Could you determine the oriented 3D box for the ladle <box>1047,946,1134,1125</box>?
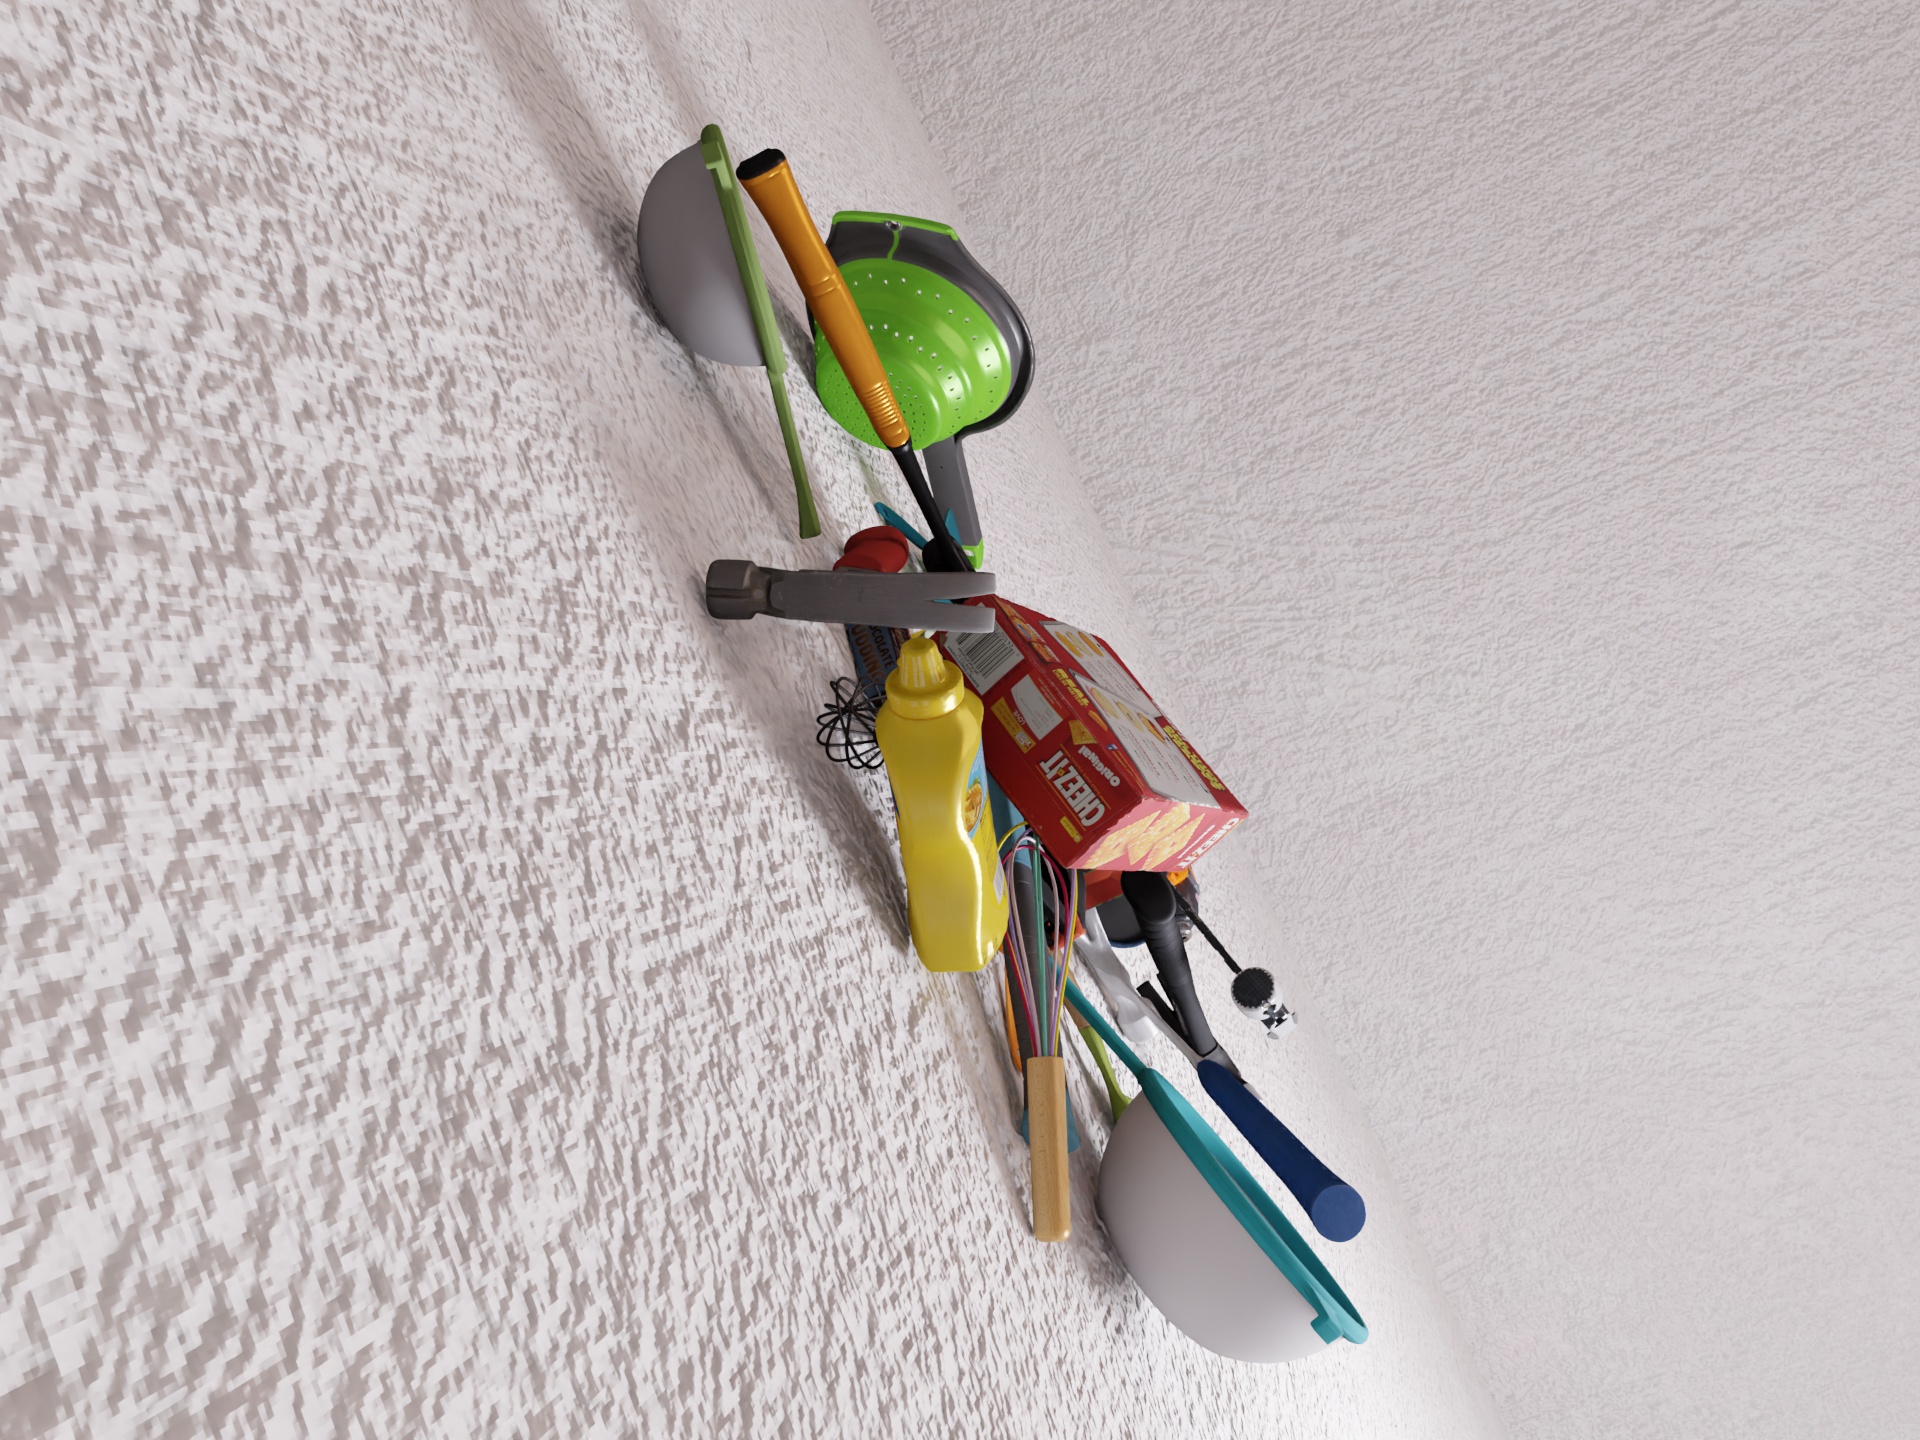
[{"bbox_3d":[0.090,0.191,1.153,0.320,0.062,0.078,62,-1,-3],"label":"ladle"}]

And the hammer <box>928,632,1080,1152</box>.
[{"bbox_3d":[0.035,0.108,1.018,0.128,0.033,0.331,34,42,-52],"label":"hammer"}]

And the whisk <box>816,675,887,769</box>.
[{"bbox_3d":[-0.040,0.010,0.976,0.239,0.055,0.055,29,38,-77],"label":"whisk"}]

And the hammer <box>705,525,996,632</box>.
[{"bbox_3d":[-0.050,-0.093,0.981,0.359,0.149,0.036,-77,169,-80],"label":"hammer"}]

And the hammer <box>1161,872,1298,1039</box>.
[{"bbox_3d":[0.151,0.107,1.343,0.409,0.036,0.149,53,2,35],"label":"hammer"}]

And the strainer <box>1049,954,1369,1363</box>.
[{"bbox_3d":[0.117,0.289,1.043,0.341,0.095,0.210,48,0,25],"label":"strainer"}]

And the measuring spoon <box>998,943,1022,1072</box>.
[{"bbox_3d":[0.034,0.184,1.038,0.021,0.011,0.117,32,32,-28],"label":"measuring spoon"}]

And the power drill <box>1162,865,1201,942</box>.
[{"bbox_3d":[0.192,0.121,1.660,0.164,0.084,0.226,-101,166,-45],"label":"power drill"}]

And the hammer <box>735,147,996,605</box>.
[{"bbox_3d":[-0.054,-0.208,1.034,0.336,0.034,0.127,62,-5,-32],"label":"hammer"}]

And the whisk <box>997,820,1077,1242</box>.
[{"bbox_3d":[0.045,0.176,0.930,0.051,0.047,0.245,121,-30,-66],"label":"whisk"}]

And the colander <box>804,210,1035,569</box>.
[{"bbox_3d":[-0.037,-0.237,1.346,0.396,0.204,0.094,75,35,-53],"label":"colander"}]

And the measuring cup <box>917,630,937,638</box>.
[{"bbox_3d":[-0.035,-0.058,1.164,0.083,0.038,0.168,25,26,-57],"label":"measuring cup"}]

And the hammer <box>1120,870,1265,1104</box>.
[{"bbox_3d":[0.169,0.201,1.253,0.146,0.035,0.334,53,-7,37],"label":"hammer"}]

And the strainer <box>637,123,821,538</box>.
[{"bbox_3d":[-0.146,-0.228,0.980,0.152,0.069,0.256,-115,-169,-67],"label":"strainer"}]

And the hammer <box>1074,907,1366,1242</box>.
[{"bbox_3d":[0.170,0.245,1.137,0.144,0.035,0.406,59,-6,-19],"label":"hammer"}]

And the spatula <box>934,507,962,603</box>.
[{"bbox_3d":[0.011,-0.025,1.258,0.082,0.044,0.318,74,1,-56],"label":"spatula"}]

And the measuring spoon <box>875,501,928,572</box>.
[{"bbox_3d":[-0.041,-0.147,1.356,0.128,0.021,0.042,37,30,-47],"label":"measuring spoon"}]

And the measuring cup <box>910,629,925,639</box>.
[{"bbox_3d":[-0.002,-0.004,1.194,0.062,0.029,0.157,44,23,-59],"label":"measuring cup"}]
